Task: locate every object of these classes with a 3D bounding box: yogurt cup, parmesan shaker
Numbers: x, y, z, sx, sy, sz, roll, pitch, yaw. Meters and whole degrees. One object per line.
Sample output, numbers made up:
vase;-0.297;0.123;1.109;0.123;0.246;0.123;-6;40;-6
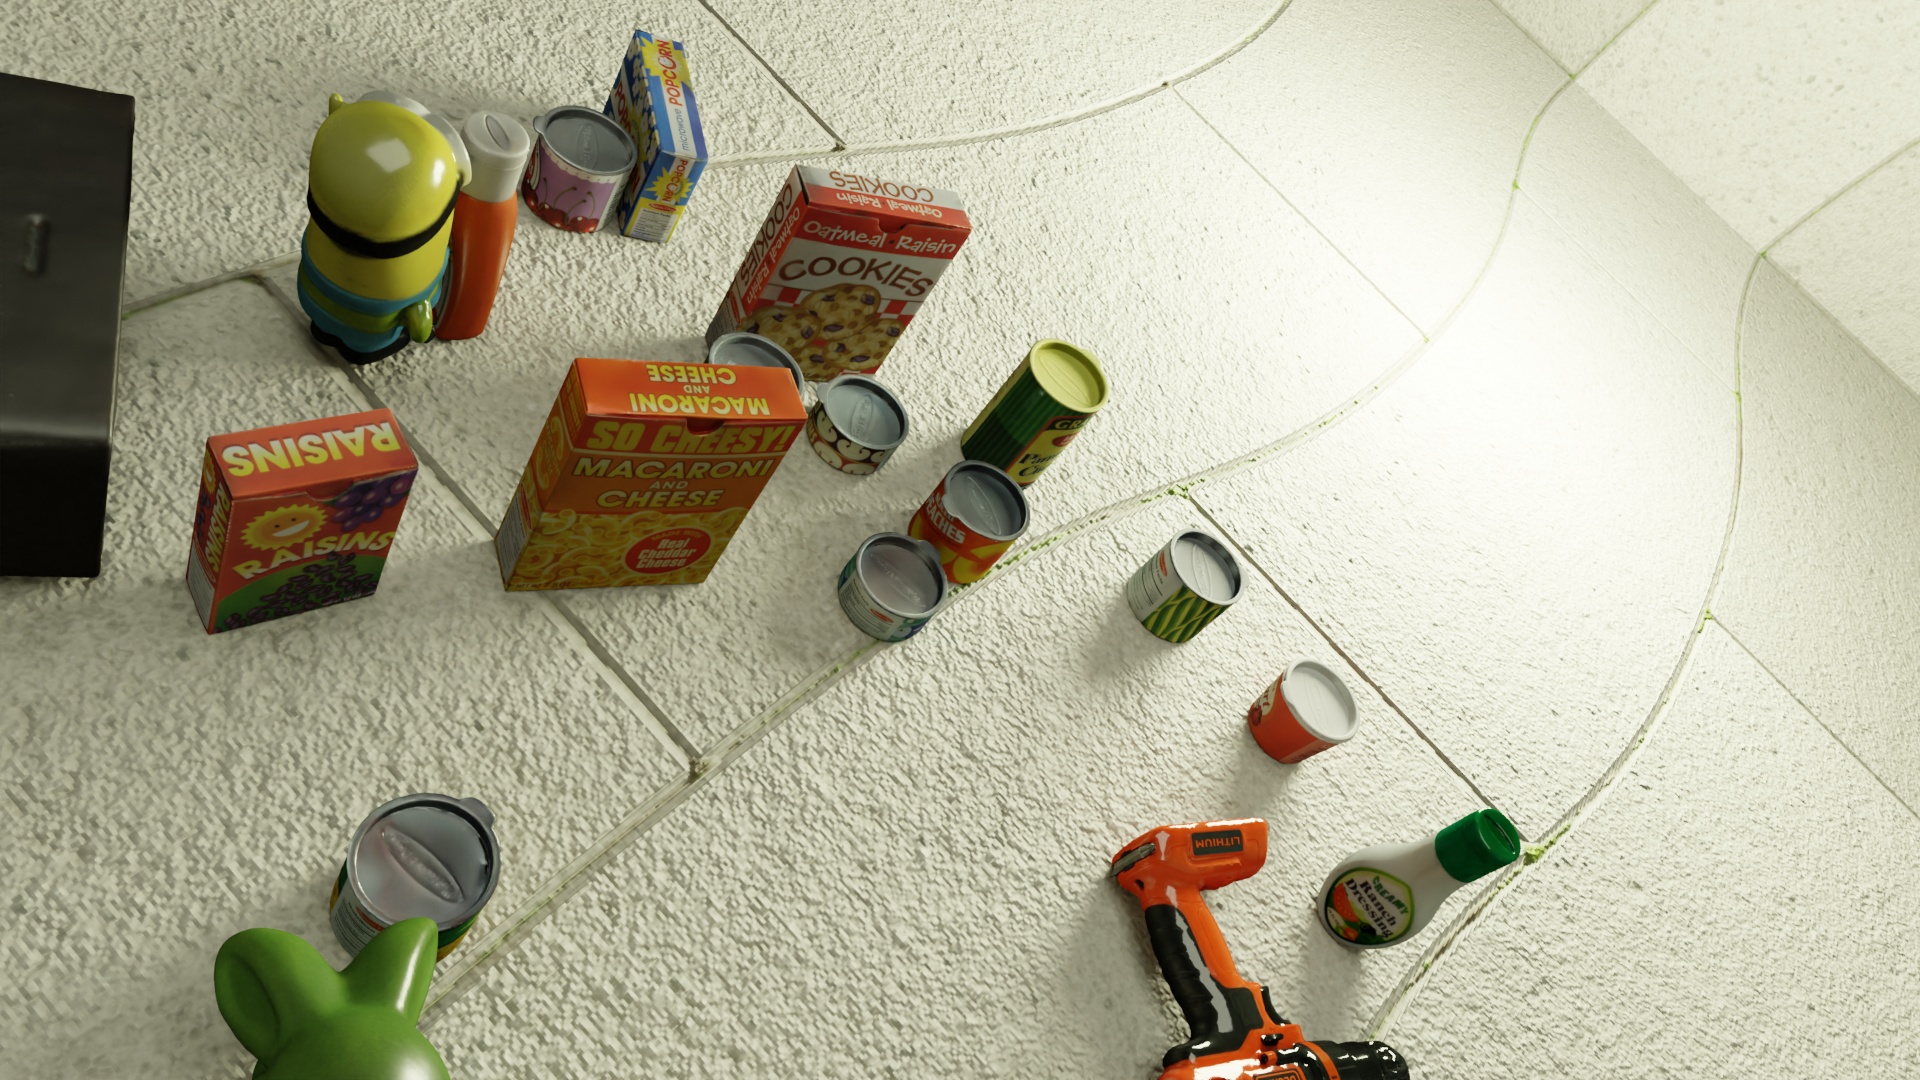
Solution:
yogurt cup;0.247;0.127;1.008;0.072;0.053;0.073;18;48;-22
parmesan shaker;0.055;-0.091;1.015;0.071;0.102;0.072;18;48;-22

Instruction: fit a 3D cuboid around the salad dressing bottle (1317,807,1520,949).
salad dressing bottle;0.296;0.218;0.902;0.044;0.147;0.064;-23;71;-43

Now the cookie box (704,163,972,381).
cookie box;-0.085;-0.173;0.940;0.123;0.166;0.040;0;57;-34

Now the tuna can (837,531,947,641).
tuna can;-0.043;0.029;0.906;0.071;0.032;0.071;18;48;-22

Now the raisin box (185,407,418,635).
raisin box;-0.325;-0.008;0.681;0.086;0.122;0.040;-16;67;-41

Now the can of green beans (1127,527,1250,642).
can of green beans;0.166;0.034;1.024;0.071;0.057;0.071;18;48;-22

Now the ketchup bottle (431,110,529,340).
ketchup bottle;-0.292;-0.188;0.826;0.044;0.148;0.065;-17;67;-41

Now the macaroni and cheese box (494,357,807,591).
macaroni and cheese box;-0.174;-0.032;0.770;0.124;0.165;0.040;-2;58;-35

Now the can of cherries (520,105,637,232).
can of cherries;-0.267;-0.258;0.962;0.071;0.058;0.072;18;48;-22

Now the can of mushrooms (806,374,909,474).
can of mushrooms;-0.074;-0.082;0.971;0.071;0.033;0.071;18;48;-22

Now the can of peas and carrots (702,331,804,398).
can of peas and carrots;-0.145;-0.092;0.914;0.071;0.058;0.071;18;48;-22

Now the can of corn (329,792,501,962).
can of corn;-0.252;0.158;0.646;0.071;0.058;0.071;18;48;-22

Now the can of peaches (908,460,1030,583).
can of peaches;0.003;-0.012;0.951;0.071;0.057;0.071;18;48;-22

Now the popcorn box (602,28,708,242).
popcorn box;-0.222;-0.290;0.999;0.038;0.084;0.127;4;55;-32
